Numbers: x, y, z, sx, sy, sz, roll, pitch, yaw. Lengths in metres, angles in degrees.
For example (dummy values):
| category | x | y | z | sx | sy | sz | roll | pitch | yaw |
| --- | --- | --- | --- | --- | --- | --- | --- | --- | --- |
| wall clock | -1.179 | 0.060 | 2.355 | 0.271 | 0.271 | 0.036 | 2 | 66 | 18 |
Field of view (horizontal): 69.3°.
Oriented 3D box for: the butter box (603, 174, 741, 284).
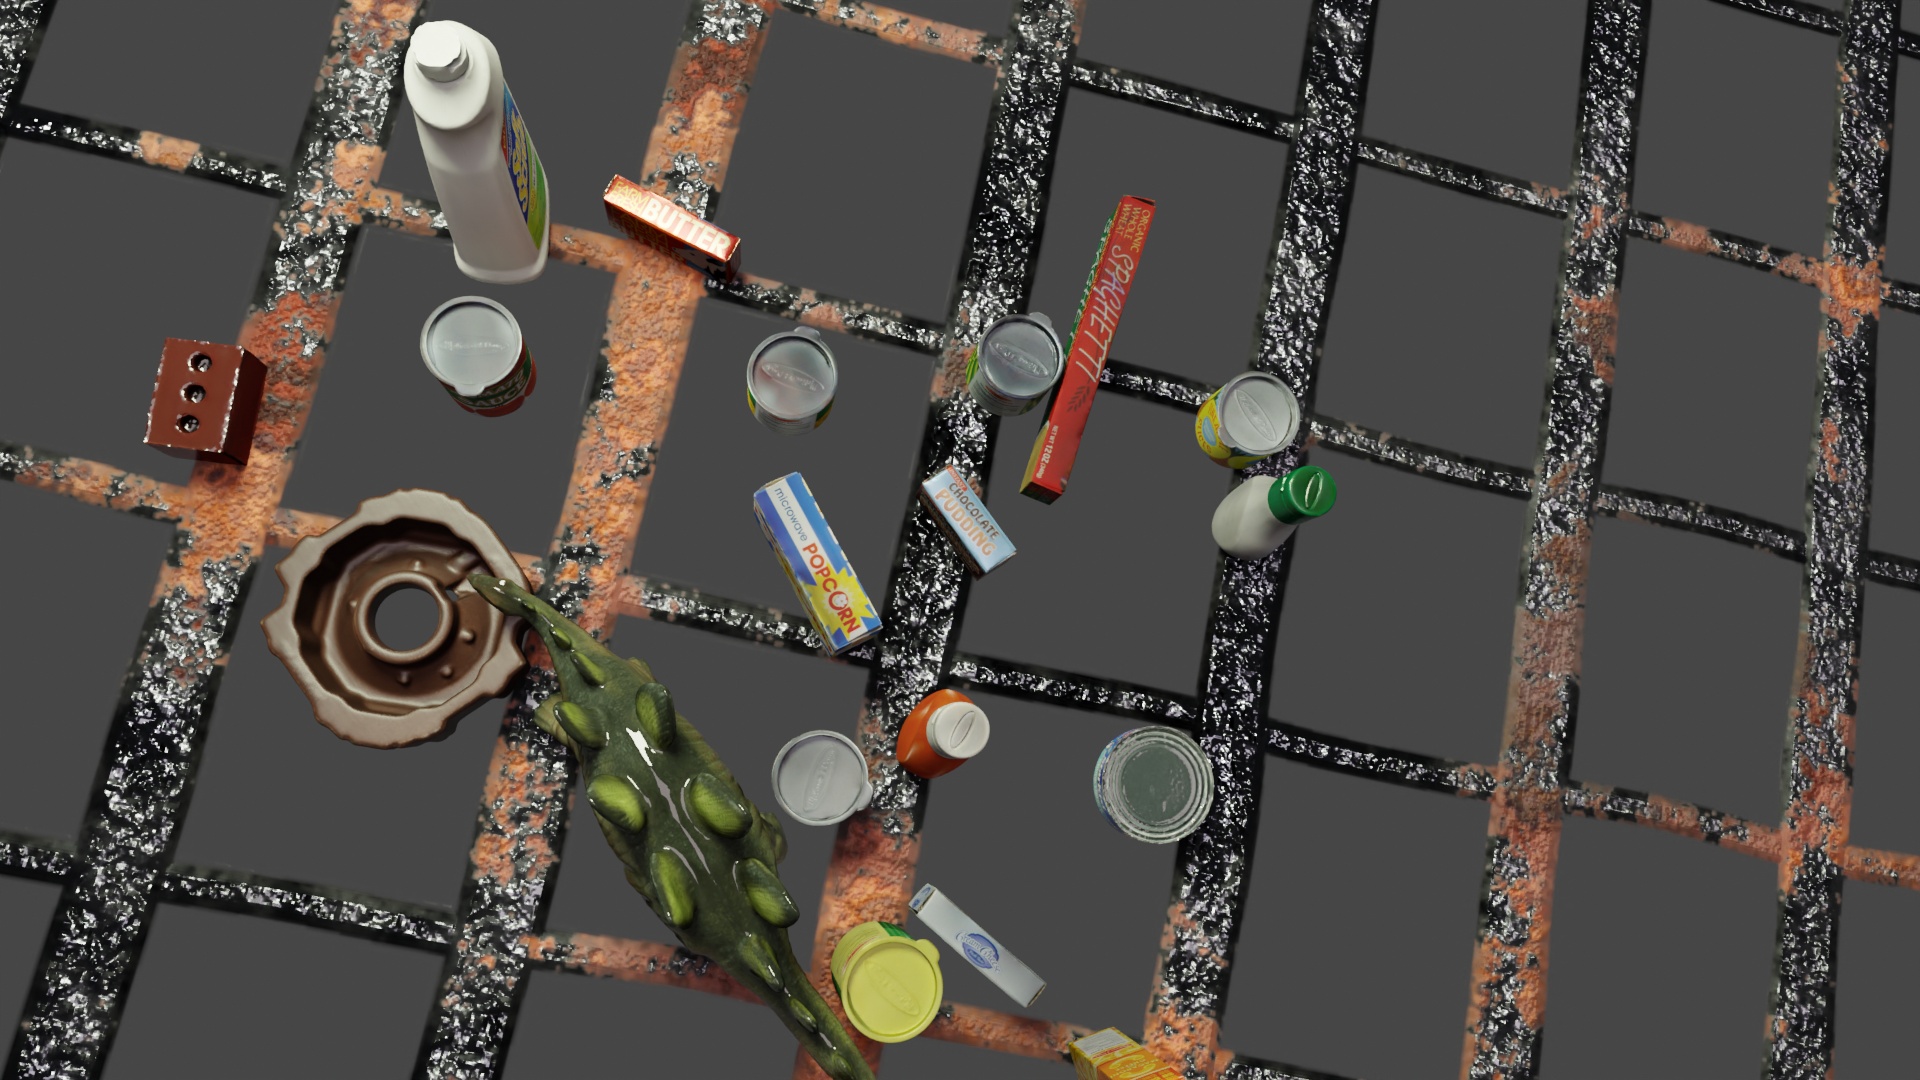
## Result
| category | x | y | z | sx | sy | sz | roll | pitch | yaw |
| --- | --- | --- | --- | --- | --- | --- | --- | --- | --- |
| butter box | -0.215 | -0.232 | 1.041 | 0.103 | 0.053 | 0.024 | 27 | 78 | -4 |

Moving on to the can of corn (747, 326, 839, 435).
| category | x | y | z | sx | sy | sz | roll | pitch | yaw |
| --- | --- | --- | --- | --- | --- | --- | --- | --- | --- |
| can of corn | -0.124 | -0.118 | 1.033 | 0.071 | 0.058 | 0.071 | 2 | 80 | -9 |

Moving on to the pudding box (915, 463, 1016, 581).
| category | x | y | z | sx | sy | sz | roll | pitch | yaw |
| --- | --- | --- | --- | --- | --- | --- | --- | --- | --- |
| pudding box | 0.004 | -0.013 | 1.040 | 0.030 | 0.049 | 0.083 | -35 | 87 | -13 |

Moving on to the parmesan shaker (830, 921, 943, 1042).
| category | x | y | z | sx | sy | sz | roll | pitch | yaw |
| --- | --- | --- | --- | --- | --- | --- | --- | --- | --- |
| parmesan shaker | -0.050 | 0.297 | 0.950 | 0.071 | 0.103 | 0.071 | 2 | 80 | -9 |

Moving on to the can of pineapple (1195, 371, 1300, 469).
| category | x | y | z | sx | sy | sz | roll | pitch | yaw |
| --- | --- | --- | --- | --- | --- | --- | --- | --- | --- |
| can of pineapple | 0.221 | -0.092 | 1.085 | 0.071 | 0.057 | 0.071 | 2 | 80 | -9 |

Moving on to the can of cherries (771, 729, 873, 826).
| category | x | y | z | sx | sy | sz | roll | pitch | yaw |
| --- | --- | --- | --- | --- | --- | --- | --- | --- | --- |
| can of cherries | -0.099 | 0.170 | 0.987 | 0.071 | 0.058 | 0.071 | 2 | 80 | -9 |

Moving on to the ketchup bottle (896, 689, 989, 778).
| category | x | y | z | sx | sy | sz | roll | pitch | yaw |
| --- | --- | --- | --- | --- | --- | --- | --- | --- | --- |
| ketchup bottle | -0.011 | 0.133 | 0.961 | 0.043 | 0.148 | 0.065 | 31 | 77 | -3 |

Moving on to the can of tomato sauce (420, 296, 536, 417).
| category | x | y | z | sx | sy | sz | roll | pitch | yaw |
| --- | --- | --- | --- | --- | --- | --- | --- | --- | --- |
| can of tomato sauce | -0.340 | -0.127 | 0.987 | 0.071 | 0.083 | 0.071 | 2 | 80 | -9 |

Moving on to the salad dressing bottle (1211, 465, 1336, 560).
| category | x | y | z | sx | sy | sz | roll | pitch | yaw |
| --- | --- | --- | --- | --- | --- | --- | --- | --- | --- |
| salad dressing bottle | 0.231 | -0.022 | 1.028 | 0.044 | 0.147 | 0.064 | 20 | 78 | -5 |

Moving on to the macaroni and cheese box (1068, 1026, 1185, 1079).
| category | x | y | z | sx | sy | sz | roll | pitch | yaw |
| --- | --- | --- | --- | --- | --- | --- | --- | --- | --- |
| macaroni and cheese box | 0.125 | 0.406 | 0.927 | 0.040 | 0.166 | 0.124 | -16 | 84 | -11 |

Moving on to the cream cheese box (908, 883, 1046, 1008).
| category | x | y | z | sx | sy | sz | roll | pitch | yaw |
| --- | --- | --- | --- | --- | --- | --- | --- | --- | --- |
| cream cheese box | 0.010 | 0.287 | 0.987 | 0.104 | 0.053 | 0.024 | 41 | 77 | -1 |

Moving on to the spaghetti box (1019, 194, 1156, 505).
| category | x | y | z | sx | sy | sz | roll | pitch | yaw |
| --- | --- | --- | --- | --- | --- | --- | --- | --- | --- |
| spaghetti box | 0.099 | -0.150 | 1.079 | 0.029 | 0.050 | 0.250 | 20 | 78 | -5 |

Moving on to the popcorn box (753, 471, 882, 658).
| category | x | y | z | sx | sy | sz | roll | pitch | yaw |
| --- | --- | --- | --- | --- | --- | --- | --- | --- | --- |
| popcorn box | -0.104 | 0.019 | 0.999 | 0.038 | 0.085 | 0.126 | -28 | 86 | -12 |

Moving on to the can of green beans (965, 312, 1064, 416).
| category | x | y | z | sx | sy | sz | roll | pitch | yaw |
| --- | --- | --- | --- | --- | --- | --- | --- | --- | --- |
| can of green beans | 0.041 | -0.133 | 1.063 | 0.071 | 0.057 | 0.071 | 2 | 80 | -9 |
